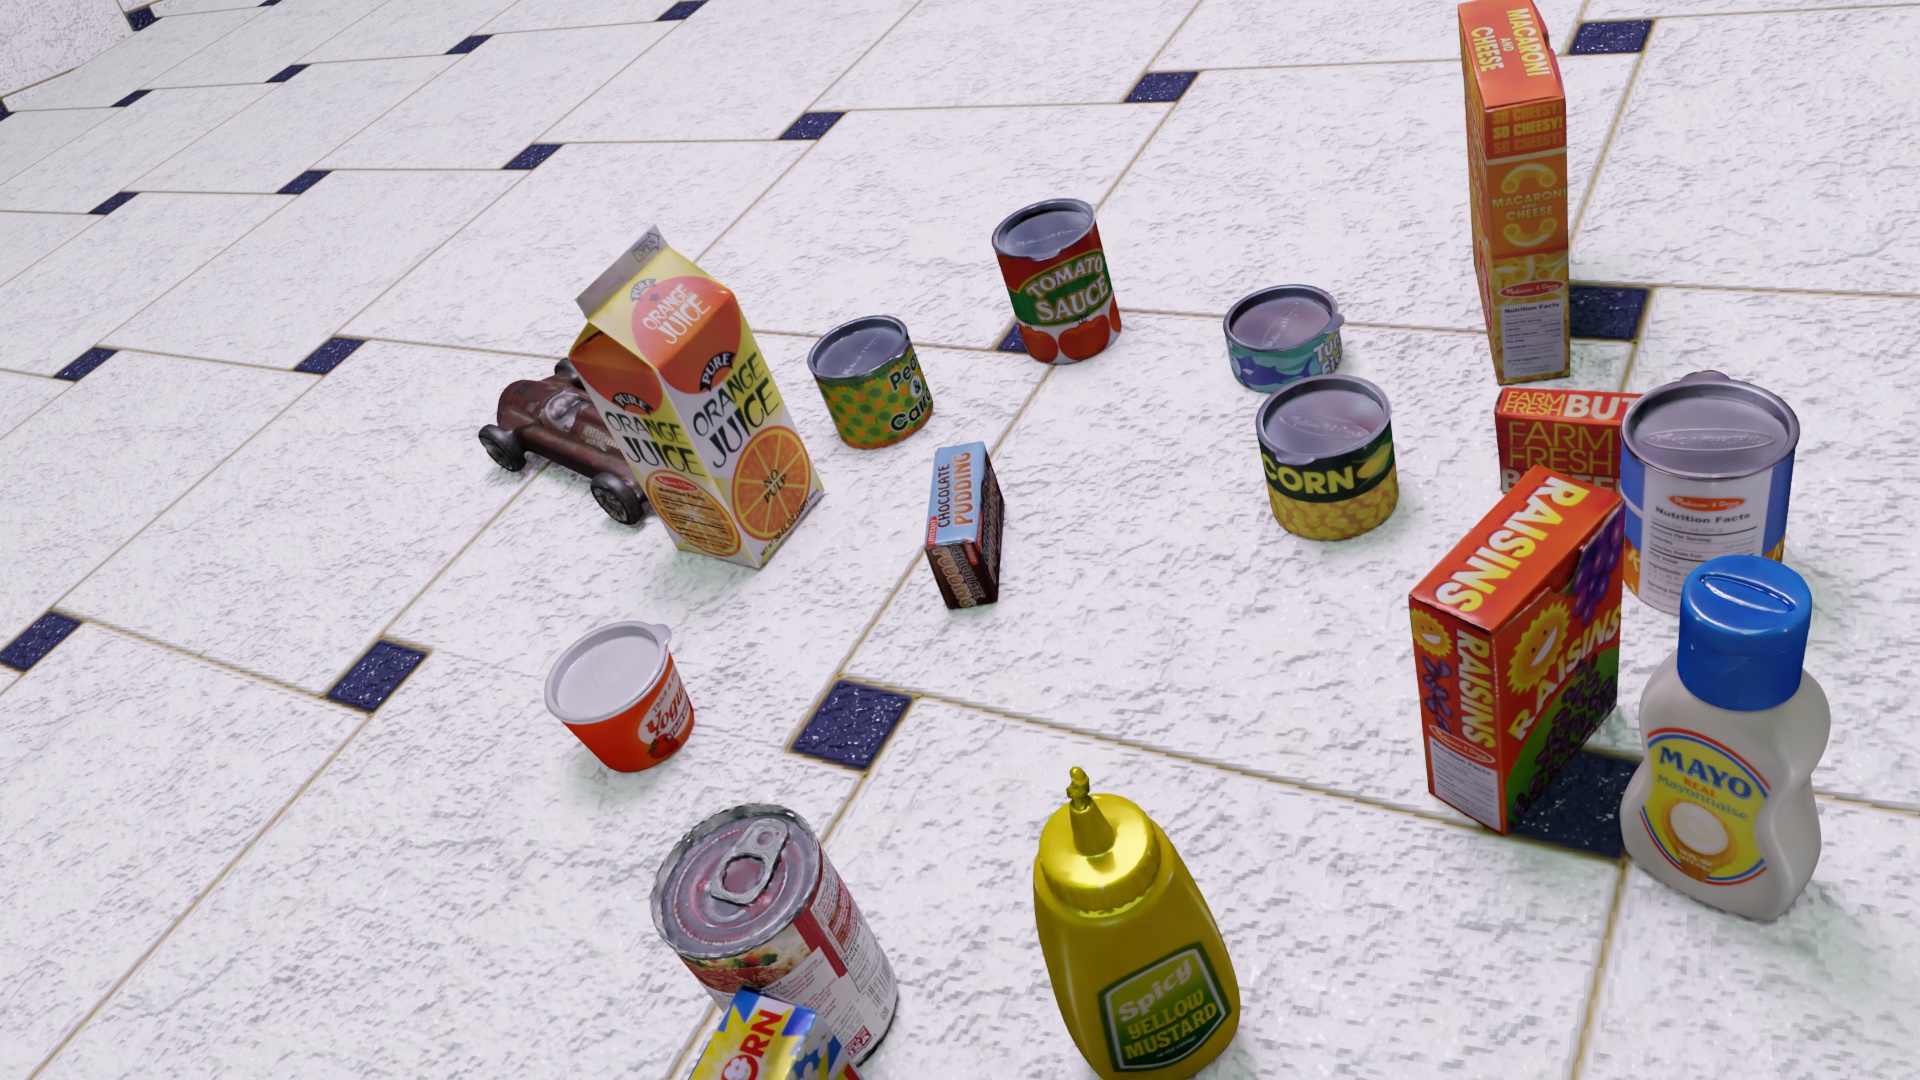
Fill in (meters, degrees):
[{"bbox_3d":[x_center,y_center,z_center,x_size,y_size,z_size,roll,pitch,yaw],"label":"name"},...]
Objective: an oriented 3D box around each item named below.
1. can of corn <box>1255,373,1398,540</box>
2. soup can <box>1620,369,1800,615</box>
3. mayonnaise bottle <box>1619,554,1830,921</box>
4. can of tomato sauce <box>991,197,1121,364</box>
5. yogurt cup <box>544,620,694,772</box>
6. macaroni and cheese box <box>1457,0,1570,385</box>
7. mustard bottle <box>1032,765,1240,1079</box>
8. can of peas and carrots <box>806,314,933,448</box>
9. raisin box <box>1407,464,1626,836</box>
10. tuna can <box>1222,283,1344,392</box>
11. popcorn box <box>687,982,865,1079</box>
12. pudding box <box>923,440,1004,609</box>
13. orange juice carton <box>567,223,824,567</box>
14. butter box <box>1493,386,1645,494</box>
[{"bbox_3d":[0.186,-0.040,0.706,0.071,0.058,0.071,-12,40,11],"label":"can of corn"},{"bbox_3d":[0.323,-0.020,0.604,0.071,0.083,0.072,-12,40,11],"label":"soup can"},{"bbox_3d":[0.264,0.069,0.478,0.041,0.147,0.065,-41,44,-23],"label":"mayonnaise bottle"},{"bbox_3d":[0.063,-0.162,0.879,0.071,0.082,0.071,-12,40,11],"label":"can of tomato sauce"},{"bbox_3d":[-0.174,0.084,0.725,0.072,0.053,0.073,-12,40,11],"label":"yogurt cup"},{"bbox_3d":[0.296,-0.187,0.741,0.040,0.165,0.124,-6,42,17],"label":"macaroni and cheese box"},{"bbox_3d":[0.056,0.134,0.485,0.065,0.159,0.049,-26,40,-6],"label":"mustard bottle"},{"bbox_3d":[-0.054,-0.100,0.878,0.071,0.058,0.071,-12,40,11],"label":"can of peas and carrots"},{"bbox_3d":[0.220,0.045,0.545,0.086,0.122,0.040,-39,43,-21],"label":"raisin box"},{"bbox_3d":[0.191,-0.118,0.812,0.071,0.032,0.071,-12,40,11],"label":"tuna can"},{"bbox_3d":[-0.079,0.236,0.486,0.038,0.084,0.127,5,46,29],"label":"popcorn box"},{"bbox_3d":[0.003,-0.009,0.757,0.030,0.049,0.084,-10,41,14],"label":"pudding box"},{"bbox_3d":[-0.155,-0.080,0.794,0.073,0.191,0.072,11,49,33],"label":"orange juice carton"},{"bbox_3d":[0.310,-0.044,0.661,0.103,0.053,0.024,8,48,30],"label":"butter box"}]
